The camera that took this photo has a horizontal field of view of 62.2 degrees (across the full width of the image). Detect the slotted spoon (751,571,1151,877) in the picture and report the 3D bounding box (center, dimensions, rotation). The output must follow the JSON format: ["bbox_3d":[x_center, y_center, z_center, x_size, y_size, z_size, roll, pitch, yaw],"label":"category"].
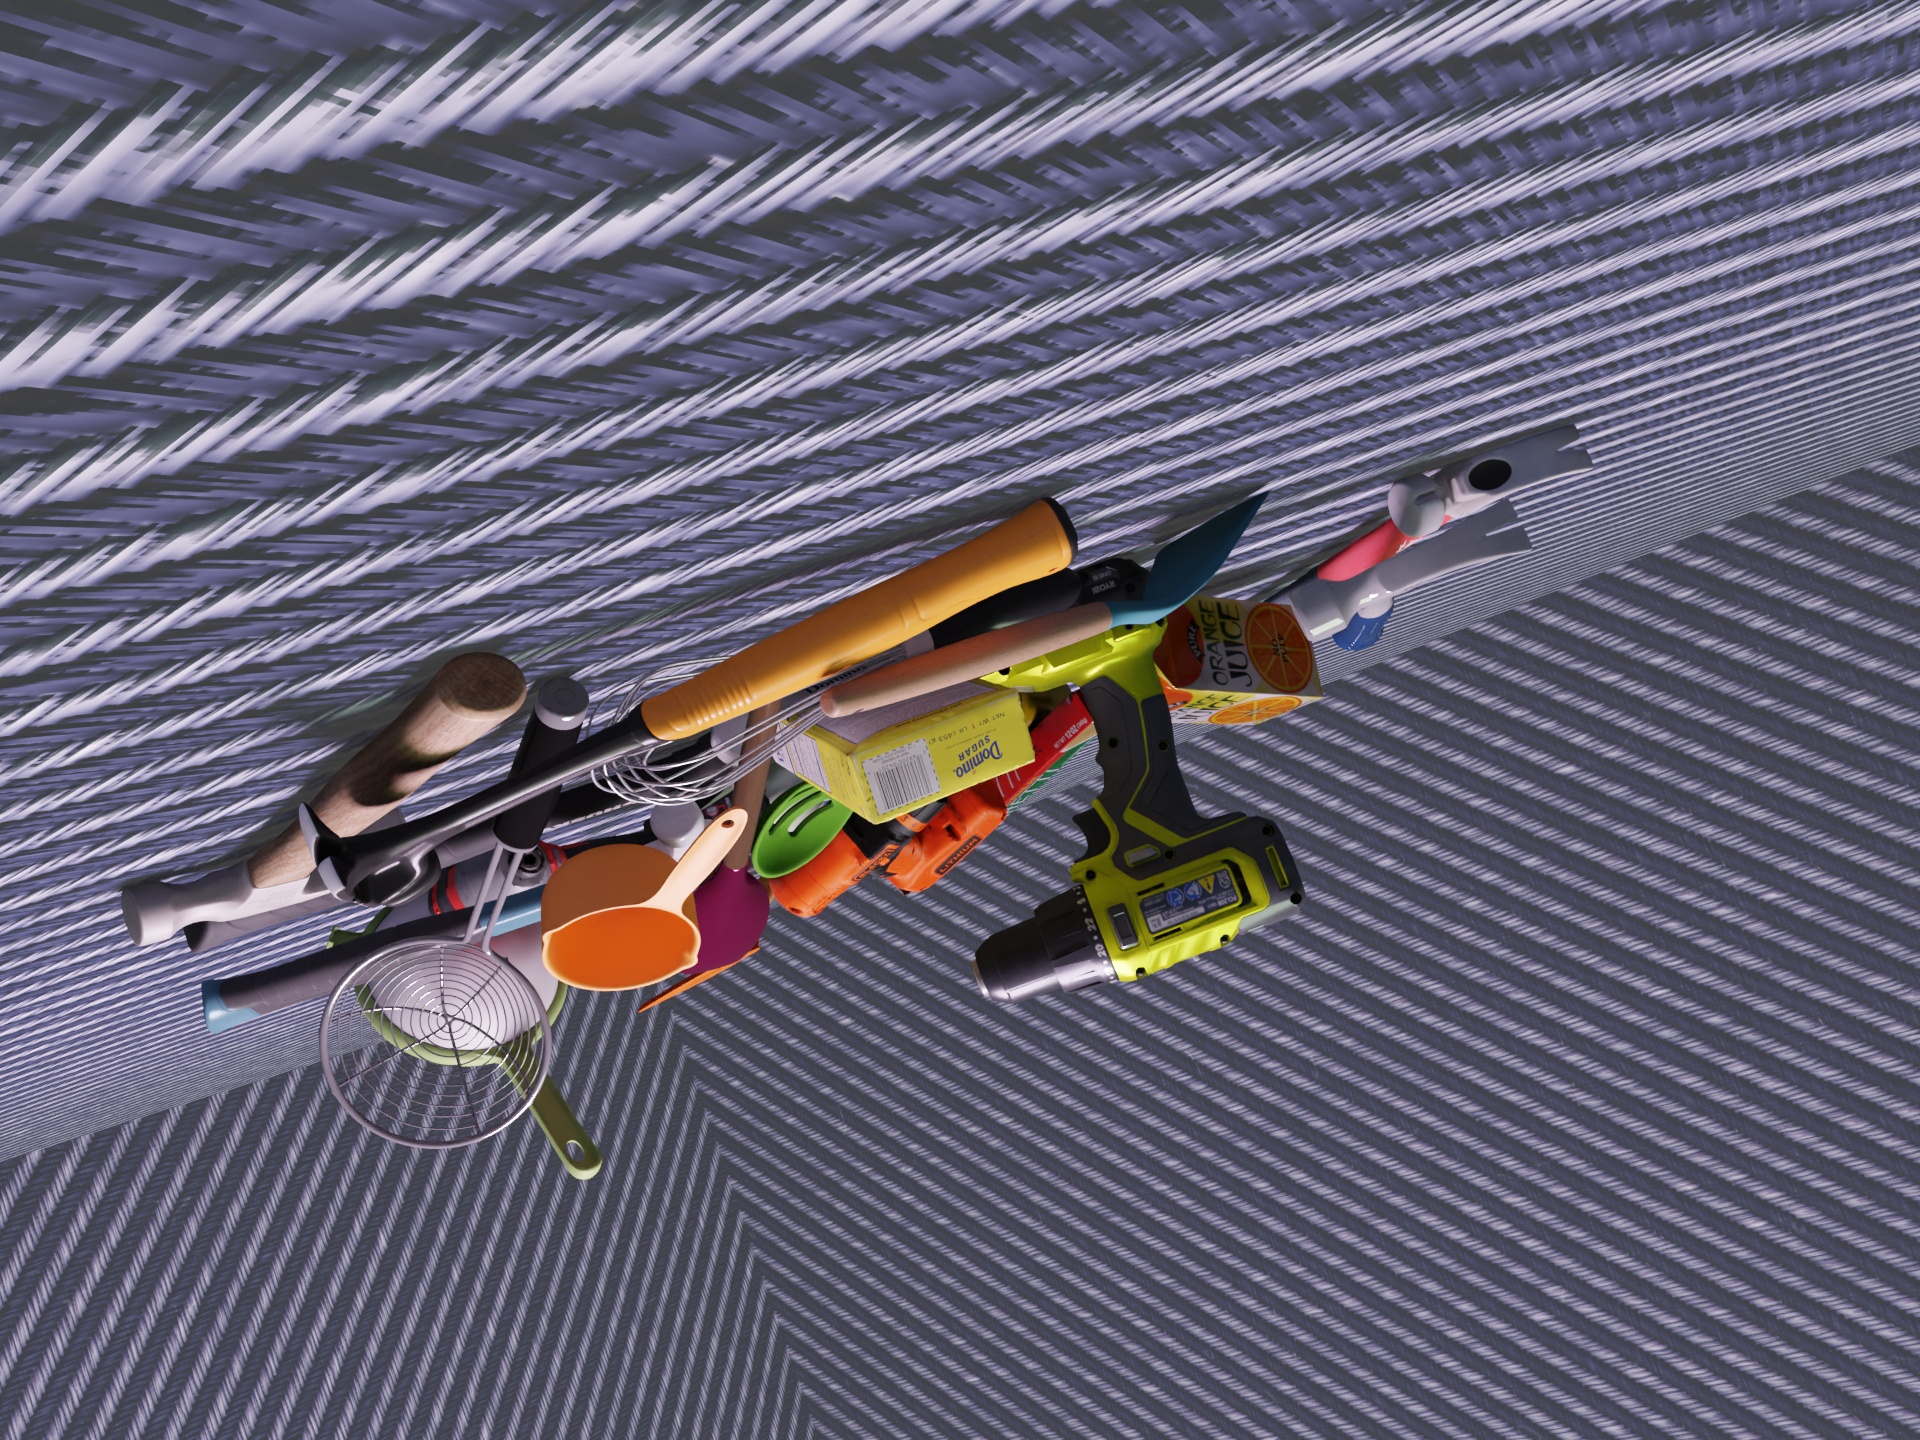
[{"bbox_3d":[-0.002,-0.003,0.988,0.314,0.031,0.070,-34,148,1],"label":"slotted spoon"}]

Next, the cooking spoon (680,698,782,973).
[{"bbox_3d":[-0.128,0.067,0.919,0.068,0.017,0.318,-12,146,-24],"label":"cooking spoon"}]

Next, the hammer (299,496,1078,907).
[{"bbox_3d":[-0.100,-0.013,0.655,0.337,0.034,0.127,-27,175,-12],"label":"hammer"}]

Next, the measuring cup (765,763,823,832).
[{"bbox_3d":[-0.166,0.060,1.242,0.083,0.038,0.168,-40,-159,-23],"label":"measuring cup"}]

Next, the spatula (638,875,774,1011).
[{"bbox_3d":[-0.151,0.117,1.207,0.081,0.041,0.323,-32,-161,26],"label":"spatula"}]

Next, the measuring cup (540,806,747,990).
[{"bbox_3d":[-0.169,0.083,0.883,0.095,0.052,0.173,18,129,-35],"label":"measuring cup"}]

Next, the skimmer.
[{"bbox_3d":[-0.245,0.110,0.803,0.127,0.090,0.363,23,139,-11],"label":"skimmer"}]

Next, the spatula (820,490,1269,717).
[{"bbox_3d":[0.046,-0.055,0.774,0.317,0.044,0.082,-20,176,-45],"label":"spatula"}]

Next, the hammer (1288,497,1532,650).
[{"bbox_3d":[0.301,-0.084,1.129,0.144,0.035,0.405,-24,174,9],"label":"hammer"}]

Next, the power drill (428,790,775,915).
[{"bbox_3d":[-0.243,0.093,1.096,0.219,0.078,0.143,-12,170,-35],"label":"power drill"}]

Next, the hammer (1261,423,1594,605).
[{"bbox_3d":[0.296,-0.117,1.172,0.143,0.038,0.386,-20,174,-18],"label":"hammer"}]

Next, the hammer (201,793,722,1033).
[{"bbox_3d":[-0.302,0.125,0.967,0.331,0.033,0.128,-18,156,-2],"label":"hammer"}]

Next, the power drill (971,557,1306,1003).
[{"bbox_3d":[0.071,0.040,0.919,0.190,0.228,0.080,-21,173,3],"label":"power drill"}]

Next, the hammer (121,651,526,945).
[{"bbox_3d":[-0.275,0.038,0.722,0.130,0.031,0.331,-14,171,-42],"label":"hammer"}]

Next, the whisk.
[{"bbox_3d":[-0.051,-0.028,0.783,0.284,0.070,0.070,-23,175,-29],"label":"whisk"}]

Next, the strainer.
[{"bbox_3d":[-0.318,0.202,1.112,0.151,0.256,0.069,-20,151,-41],"label":"strainer"}]

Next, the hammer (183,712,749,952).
[{"bbox_3d":[-0.280,0.067,0.932,0.334,0.035,0.146,-18,172,-19],"label":"hammer"}]
